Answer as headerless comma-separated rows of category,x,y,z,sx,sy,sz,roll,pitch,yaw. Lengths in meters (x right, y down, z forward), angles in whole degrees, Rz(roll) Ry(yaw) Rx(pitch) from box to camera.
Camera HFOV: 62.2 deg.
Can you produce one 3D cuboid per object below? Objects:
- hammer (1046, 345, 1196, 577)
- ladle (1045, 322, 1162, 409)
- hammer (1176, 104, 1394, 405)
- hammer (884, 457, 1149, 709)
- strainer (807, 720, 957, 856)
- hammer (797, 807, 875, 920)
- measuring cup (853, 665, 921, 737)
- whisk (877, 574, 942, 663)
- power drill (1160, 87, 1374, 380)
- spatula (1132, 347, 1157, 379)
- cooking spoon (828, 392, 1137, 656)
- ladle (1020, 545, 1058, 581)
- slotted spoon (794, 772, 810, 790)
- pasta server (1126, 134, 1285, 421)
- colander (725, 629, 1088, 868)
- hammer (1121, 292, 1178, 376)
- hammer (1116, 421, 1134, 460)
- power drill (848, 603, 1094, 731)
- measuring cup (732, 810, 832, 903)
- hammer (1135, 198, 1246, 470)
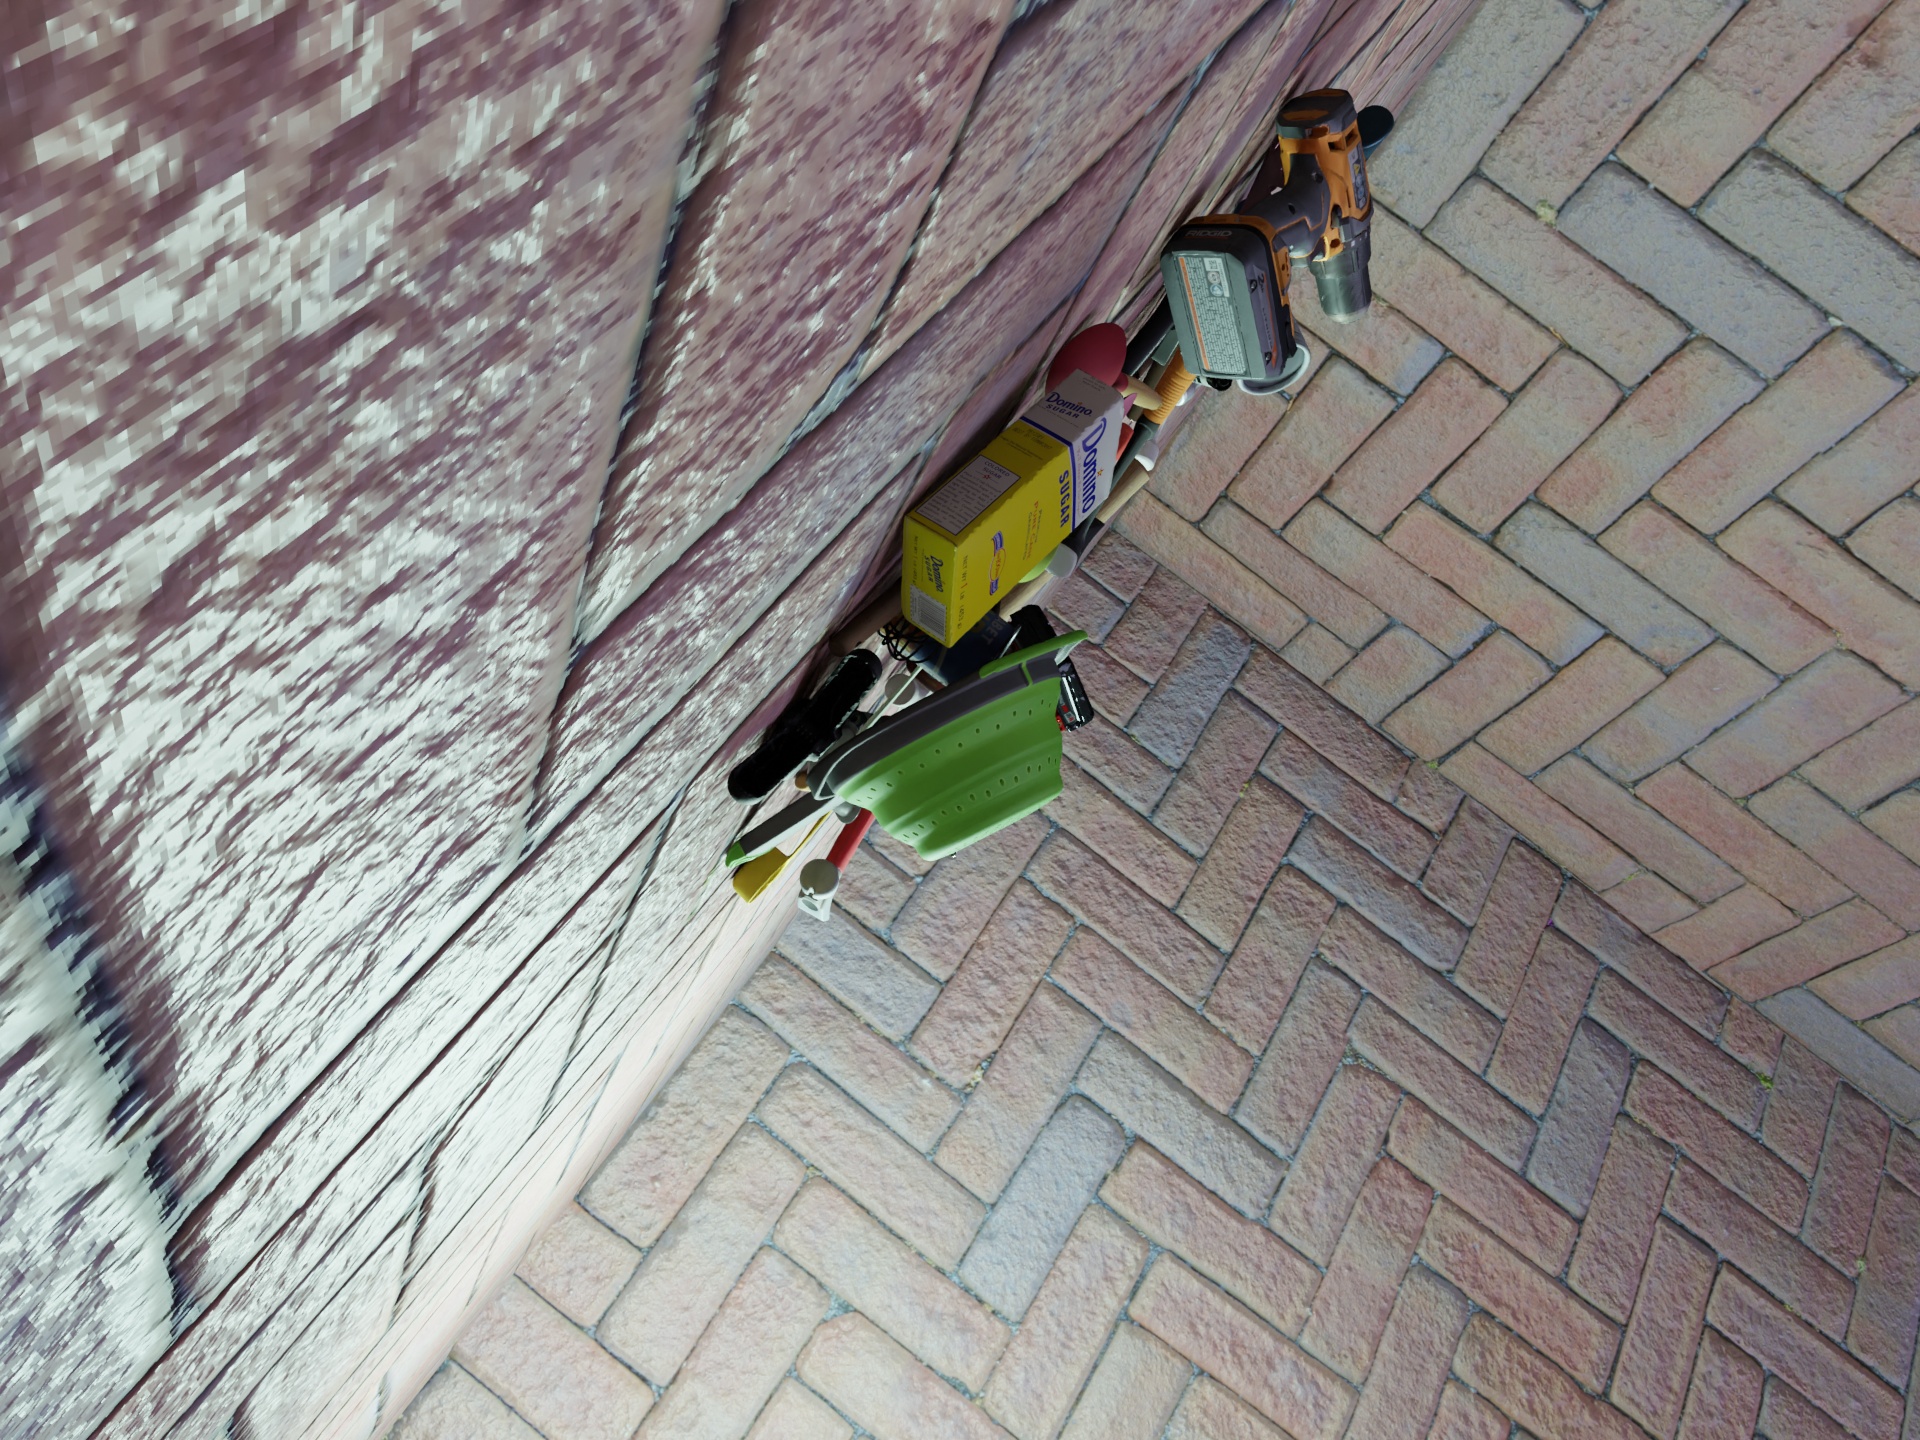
hammer,0.175,-0.274,1.374,0.336,0.034,0.127,-57,180,33
ladle,0.119,-0.247,1.174,0.069,0.031,0.315,-49,172,16
hammer,0.284,-0.408,1.405,0.128,0.033,0.331,-40,172,-29
hammer,0.060,-0.128,1.550,0.331,0.031,0.130,-46,167,3
strainer,-0.070,0.061,1.280,0.259,0.050,0.087,27,-67,55
hammer,-0.059,0.030,1.645,0.386,0.038,0.143,-60,175,-20
measuring cup,-0.048,-0.051,1.255,0.167,0.038,0.083,-51,178,-2
whisk,0.007,-0.124,1.113,0.239,0.055,0.055,-56,180,-37
power drill,0.250,-0.346,1.215,0.226,0.084,0.185,-51,137,-31
spatula,0.145,-0.304,1.449,0.060,0.018,0.316,-20,-159,36
cooking spoon,0.022,-0.135,1.061,0.319,0.017,0.068,-43,172,-32
ladle,0.099,-0.221,1.403,0.078,0.062,0.320,-33,-166,40
slotted spoon,-0.123,0.054,1.505,0.070,0.031,0.314,-53,176,2
pasta server,0.229,-0.388,1.393,0.316,0.040,0.060,-60,-178,37
colander,-0.046,0.066,1.153,0.204,0.094,0.397,-22,172,-46
hammer,0.106,-0.253,1.280,0.335,0.035,0.146,-52,177,-25
hammer,0.104,-0.227,1.690,0.149,0.037,0.359,-54,177,40
power drill,-0.002,-0.005,1.415,0.219,0.079,0.143,-28,145,1
measuring cup,-0.155,0.104,1.482,0.156,0.029,0.062,-50,177,-18
hammer,0.240,-0.396,1.601,0.405,0.035,0.144,110,2,-74
